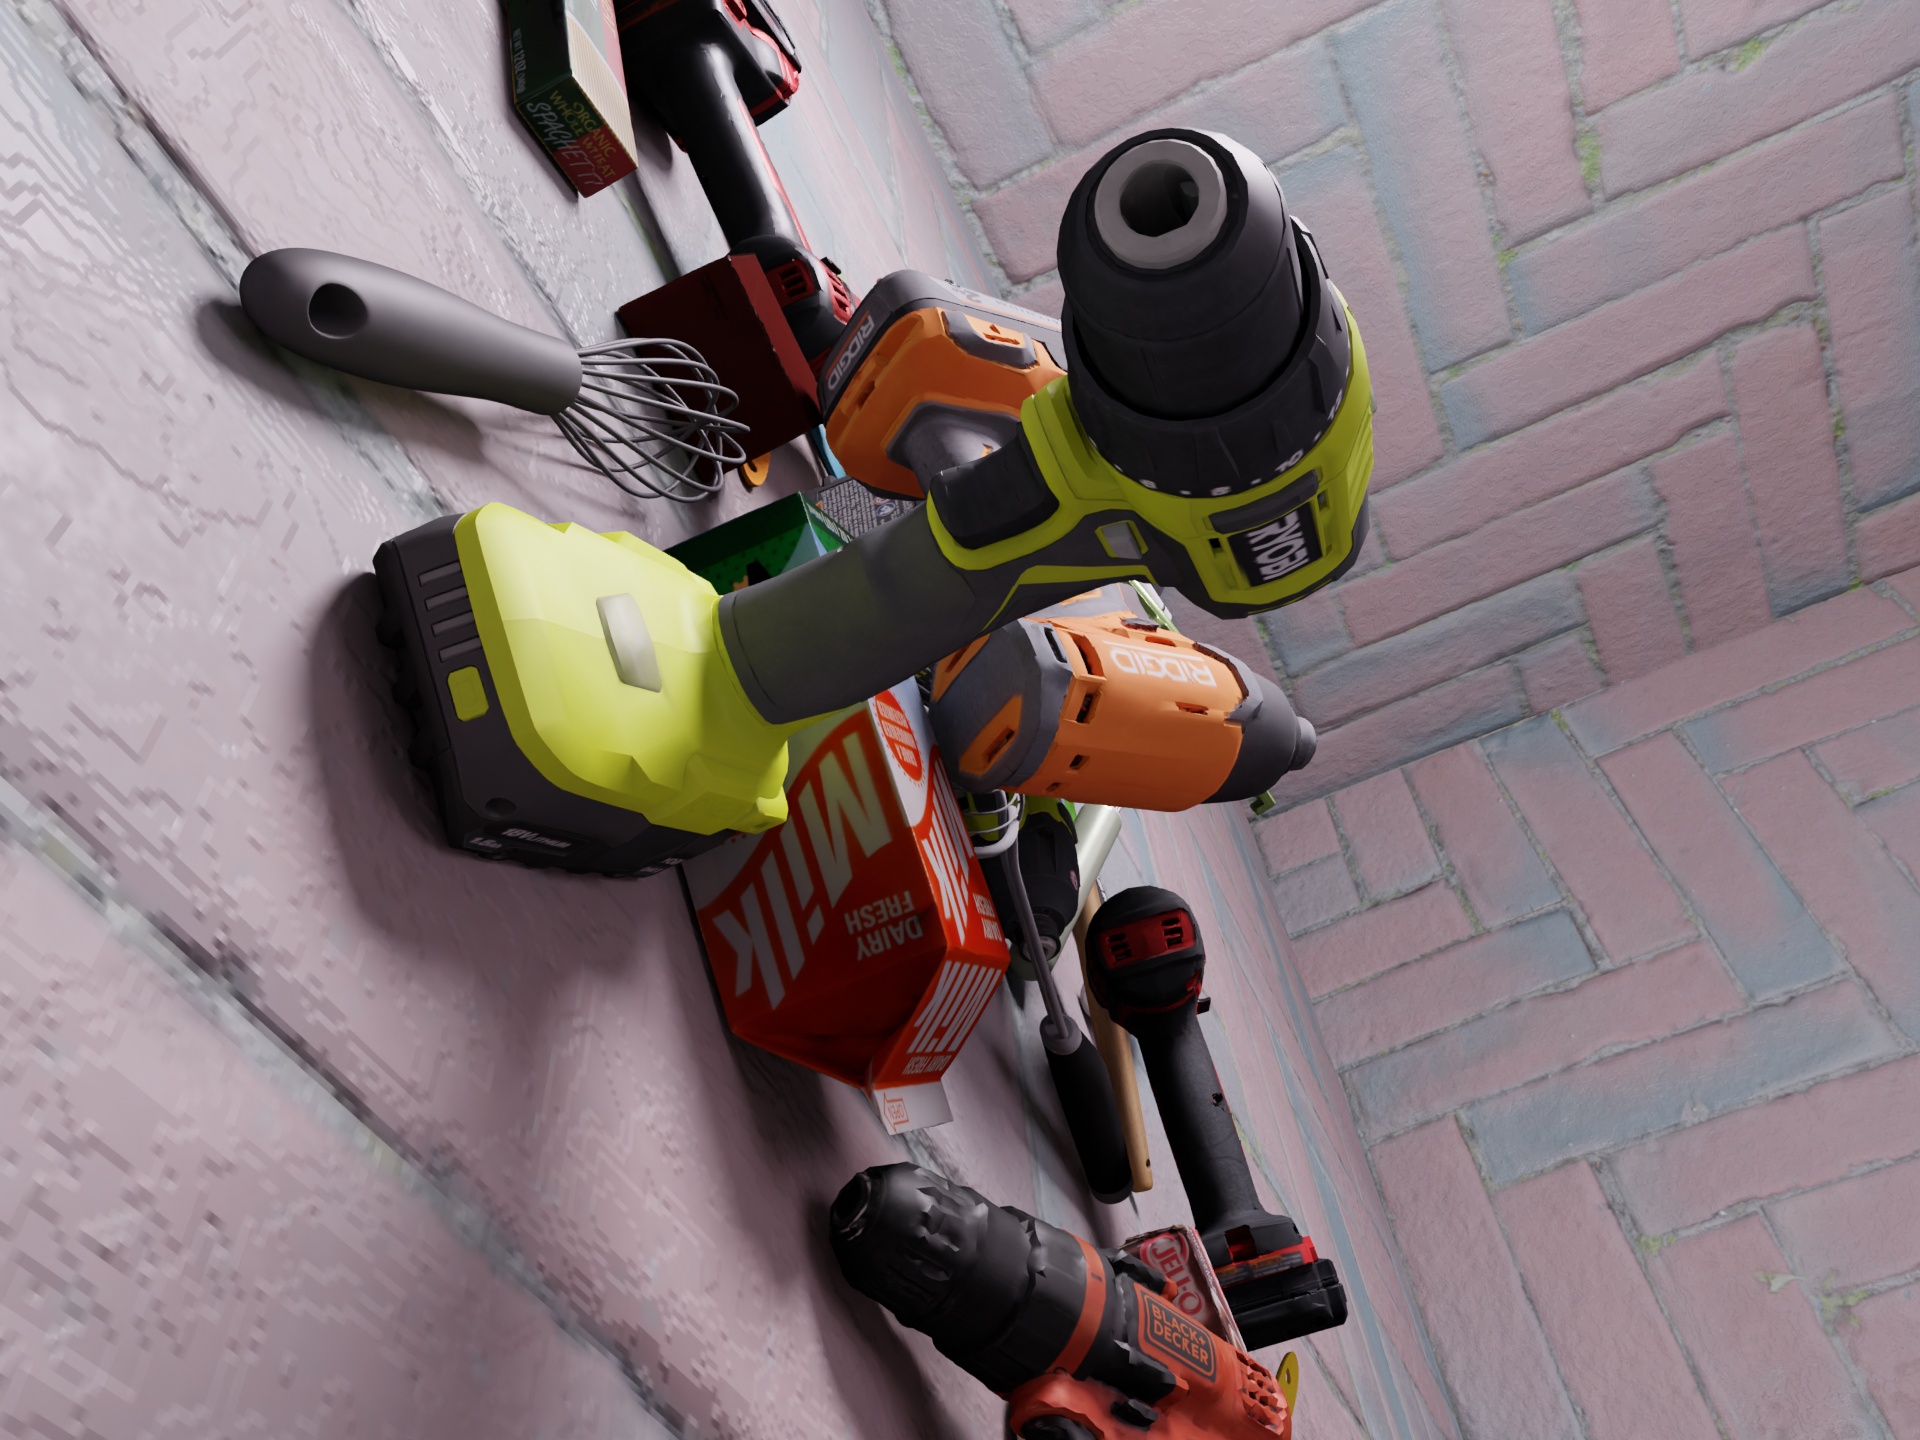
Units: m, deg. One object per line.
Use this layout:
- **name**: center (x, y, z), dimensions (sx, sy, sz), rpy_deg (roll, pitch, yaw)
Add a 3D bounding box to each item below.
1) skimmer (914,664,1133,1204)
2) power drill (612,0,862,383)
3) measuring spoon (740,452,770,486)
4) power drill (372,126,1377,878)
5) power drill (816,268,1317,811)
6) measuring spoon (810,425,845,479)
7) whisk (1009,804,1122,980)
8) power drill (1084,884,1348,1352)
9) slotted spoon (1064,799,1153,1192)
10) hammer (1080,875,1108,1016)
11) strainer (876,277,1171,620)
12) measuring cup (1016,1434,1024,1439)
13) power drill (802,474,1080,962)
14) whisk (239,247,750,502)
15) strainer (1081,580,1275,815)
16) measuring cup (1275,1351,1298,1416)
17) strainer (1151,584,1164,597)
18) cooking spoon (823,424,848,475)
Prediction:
- **skimmer**: center (0.003, 0.106, 0.683), dimensions (0.127, 0.090, 0.362), rpy_deg (-118, -172, -53)
- **power drill**: center (-0.091, -0.246, 0.784), dimensions (0.227, 0.080, 0.187), rpy_deg (68, 11, 11)
- **measuring spoon**: center (-0.099, -0.143, 0.751), dimensions (0.021, 0.011, 0.117), rpy_deg (48, 24, -36)
- **power drill**: center (-0.014, -0.042, 0.372), dimensions (0.190, 0.228, 0.080), rpy_deg (30, 39, -72)
- **power drill**: center (0.043, -0.062, 0.614), dimensions (0.164, 0.084, 0.227), rpy_deg (8, 46, -36)
- **measuring spoon**: center (-0.054, -0.128, 0.890), dimensions (0.042, 0.021, 0.128), rpy_deg (-83, 148, -68)
- **whisk**: center (0.081, 0.049, 0.888), dimensions (0.246, 0.058, 0.059), rpy_deg (-59, 174, -39)
- **power drill**: center (0.117, 0.200, 0.804), dimensions (0.143, 0.078, 0.220), rpy_deg (75, -1, -71)
- **slotted spoon**: center (0.070, 0.108, 0.905), dimensions (0.070, 0.031, 0.314), rpy_deg (5, 71, -57)
- **hammer**: center (0.063, 0.048, 1.065), dimensions (0.146, 0.035, 0.335), rpy_deg (38, 31, -67)
- **strainer**: center (0.048, -0.136, 0.834), dimensions (0.258, 0.050, 0.087), rpy_deg (54, -15, -21)
- **measuring cup**: center (0.057, 0.270, 0.600), dimensions (0.167, 0.038, 0.083), rpy_deg (53, 17, -66)
- **power drill**: center (-0.001, -0.002, 0.763), dimensions (0.171, 0.080, 0.223), rpy_deg (-100, 167, -50)
- **whisk**: center (-0.123, -0.098, 0.466), dimensions (0.055, 0.055, 0.239), rpy_deg (68, 16, 5)
- **strainer**: center (0.048, -0.050, 0.793), dimensions (0.257, 0.069, 0.151), rpy_deg (53, 2, 42)
- **measuring cup**: center (0.121, 0.327, 0.702), dimensions (0.156, 0.029, 0.062), rpy_deg (-28, 105, -63)
- **strainer**: center (0.091, -0.142, 0.911), dimensions (0.211, 0.095, 0.340), rpy_deg (57, -28, -16)
- **cooking spoon**: center (-0.115, -0.267, 0.875), dimensions (0.319, 0.017, 0.068), rpy_deg (65, 13, 3)
